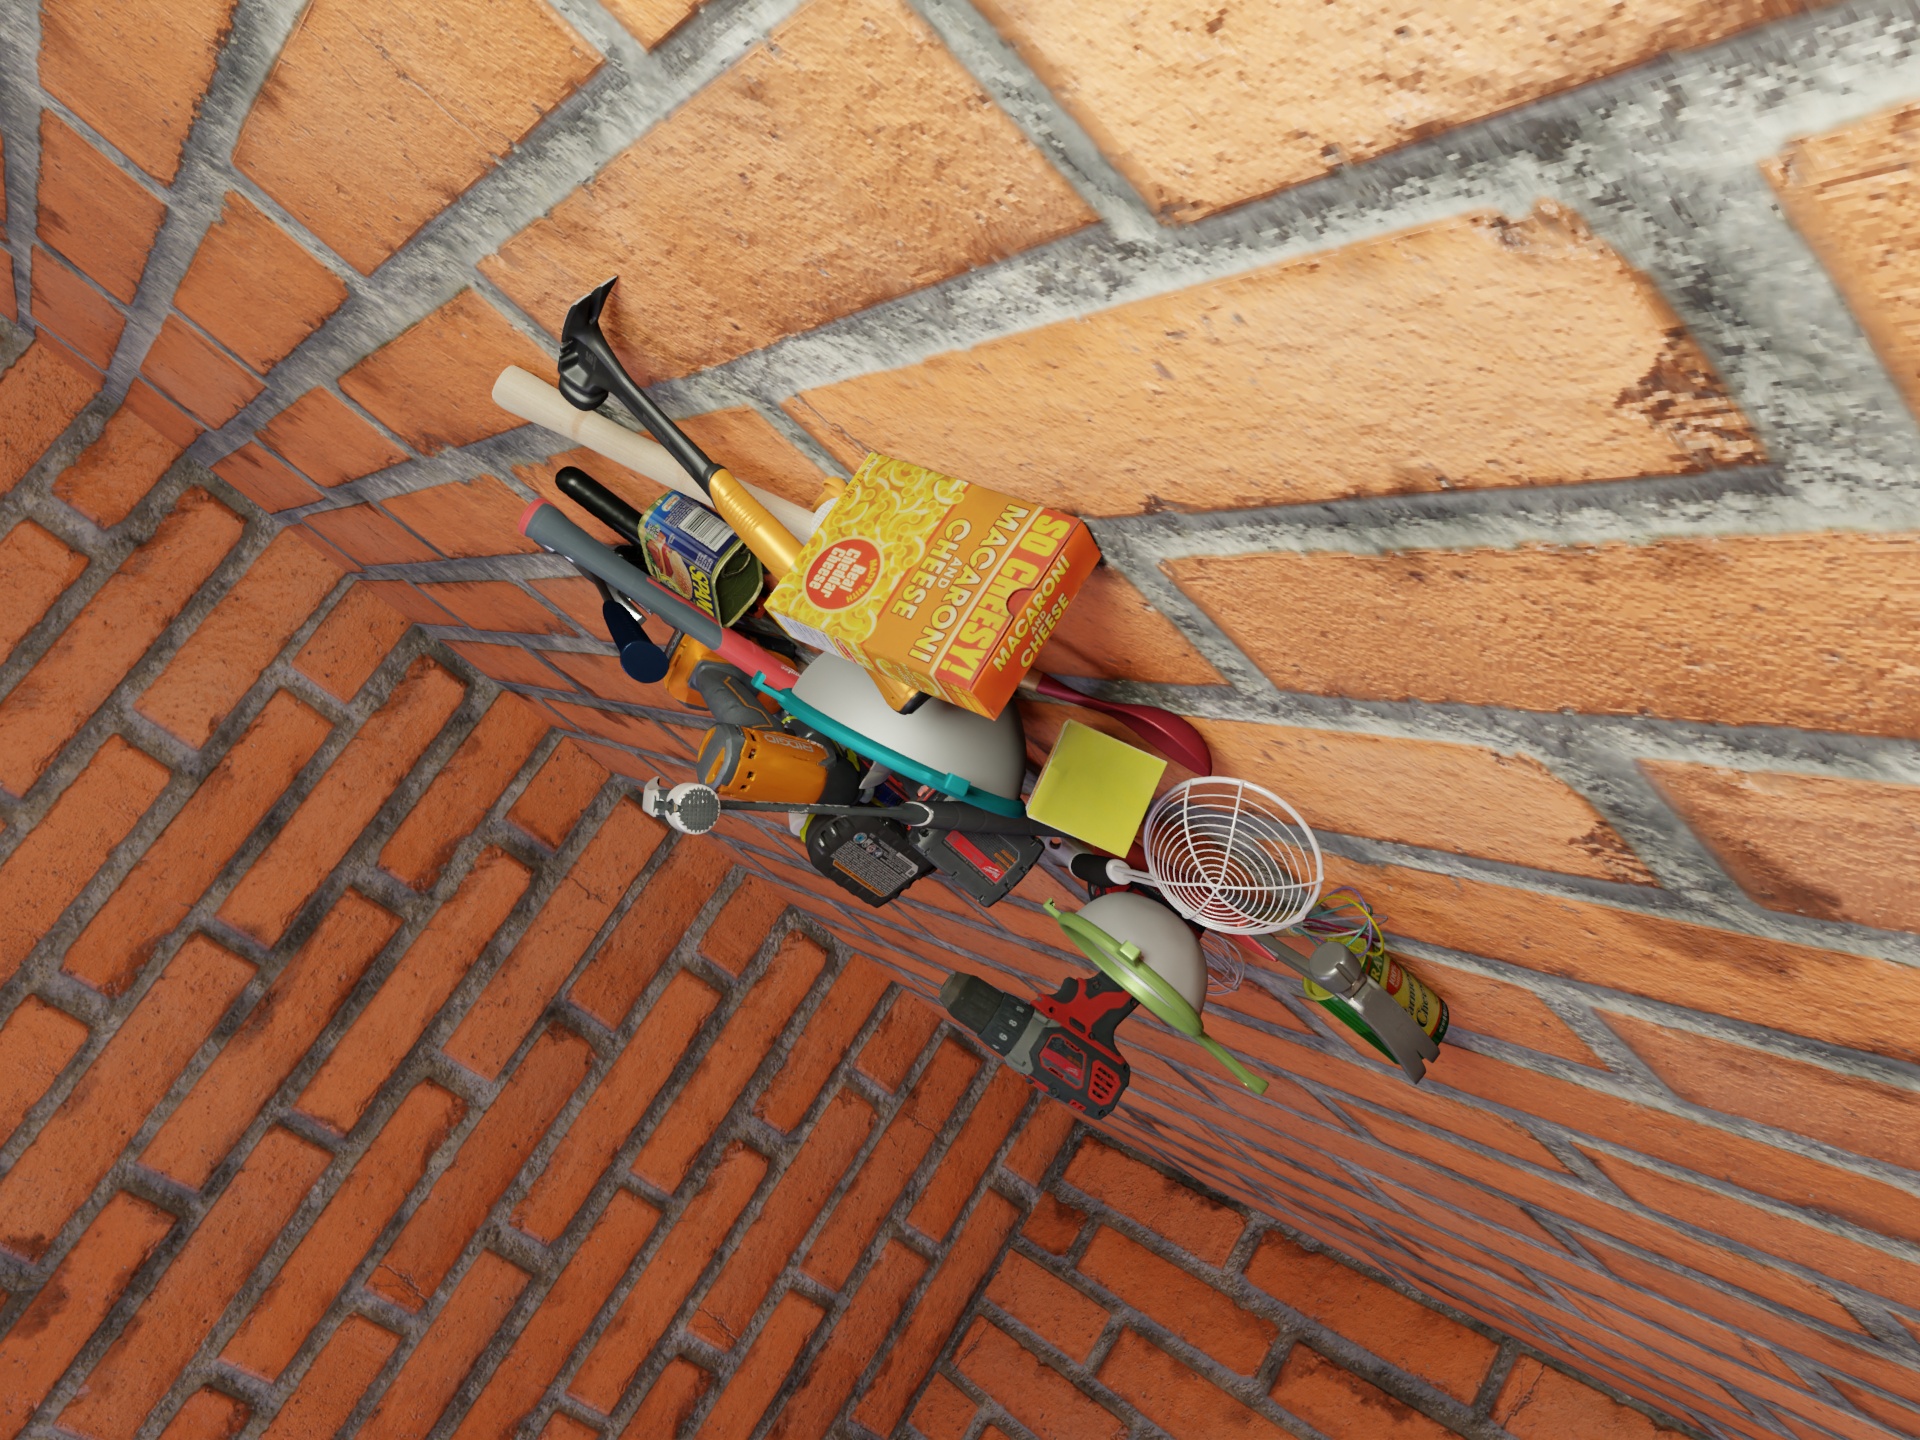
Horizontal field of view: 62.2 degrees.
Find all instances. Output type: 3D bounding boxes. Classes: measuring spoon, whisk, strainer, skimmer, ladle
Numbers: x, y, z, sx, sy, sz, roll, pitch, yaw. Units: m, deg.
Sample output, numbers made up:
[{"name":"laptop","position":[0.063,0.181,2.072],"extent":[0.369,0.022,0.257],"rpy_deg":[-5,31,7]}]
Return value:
[{"name":"measuring spoon","position":[-0.091,-0.152,1.115],"extent":[0.021,0.011,0.117],"rpy_deg":[35,169,-5]},{"name":"whisk","position":[0.279,0.167,1.274],"extent":[0.047,0.051,0.245],"rpy_deg":[29,169,-5]},{"name":"strainer","position":[0.193,0.223,1.343],"extent":[0.256,0.069,0.151],"rpy_deg":[43,171,-23]},{"name":"strainer","position":[-0.002,-0.004,1.275],"extent":[0.211,0.095,0.340],"rpy_deg":[27,-176,24]},{"name":"skimmer","position":[0.160,0.101,1.218],"extent":[0.127,0.090,0.363],"rpy_deg":[49,171,-5]},{"name":"whisk","position":[0.175,0.182,1.540],"extent":[0.246,0.058,0.059],"rpy_deg":[38,-165,-2]},{"name":"ladle","position":[0.030,-0.035,1.095],"extent":[0.315,0.031,0.069],"rpy_deg":[22,172,4]}]

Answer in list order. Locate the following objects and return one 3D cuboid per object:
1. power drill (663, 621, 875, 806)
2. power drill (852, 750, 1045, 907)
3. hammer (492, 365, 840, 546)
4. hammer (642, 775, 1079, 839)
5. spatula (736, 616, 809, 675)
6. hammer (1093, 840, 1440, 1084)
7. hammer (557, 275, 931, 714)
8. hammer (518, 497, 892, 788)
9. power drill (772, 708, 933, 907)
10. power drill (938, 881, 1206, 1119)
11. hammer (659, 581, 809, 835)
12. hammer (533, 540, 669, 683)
[{"name":"power drill","position":[-0.174,0.001,1.435],"extent":[0.164,0.084,0.227],"rpy_deg":[16,-154,-33]},{"name":"power drill","position":[-0.014,0.077,1.467],"extent":[0.143,0.078,0.220],"rpy_deg":[43,-179,-29]},{"name":"hammer","position":[-0.202,-0.179,1.193],"extent":[0.411,0.038,0.146],"rpy_deg":[28,169,29]},{"name":"hammer","position":[-0.057,0.075,1.276],"extent":[0.408,0.036,0.149],"rpy_deg":[5,179,-29]},{"name":"spatula","position":[-0.154,-0.046,1.562],"extent":[0.316,0.018,0.060],"rpy_deg":[37,170,-8]},{"name":"hammer","position":[0.221,0.165,1.267],"extent":[0.149,0.037,0.359],"rpy_deg":[46,172,-31]},{"name":"hammer","position":[-0.137,-0.136,1.036],"extent":[0.337,0.034,0.127],"rpy_deg":[46,155,1]},{"name":"hammer","position":[-0.214,-0.070,1.360],"extent":[0.386,0.038,0.143],"rpy_deg":[33,-164,-1]},{"name":"power drill","position":[-0.110,0.069,1.558],"extent":[0.171,0.080,0.223],"rpy_deg":[41,-165,-41]},{"name":"power drill","position":[0.106,0.224,1.453],"extent":[0.188,0.227,0.080],"rpy_deg":[33,165,0]},{"name":"hammer","position":[-0.224,-0.027,1.621],"extent":[0.334,0.035,0.146],"rpy_deg":[61,-167,-48]},{"name":"hammer","position":[-0.321,-0.103,1.497],"extent":[0.144,0.035,0.406],"rpy_deg":[41,180,-26]}]
